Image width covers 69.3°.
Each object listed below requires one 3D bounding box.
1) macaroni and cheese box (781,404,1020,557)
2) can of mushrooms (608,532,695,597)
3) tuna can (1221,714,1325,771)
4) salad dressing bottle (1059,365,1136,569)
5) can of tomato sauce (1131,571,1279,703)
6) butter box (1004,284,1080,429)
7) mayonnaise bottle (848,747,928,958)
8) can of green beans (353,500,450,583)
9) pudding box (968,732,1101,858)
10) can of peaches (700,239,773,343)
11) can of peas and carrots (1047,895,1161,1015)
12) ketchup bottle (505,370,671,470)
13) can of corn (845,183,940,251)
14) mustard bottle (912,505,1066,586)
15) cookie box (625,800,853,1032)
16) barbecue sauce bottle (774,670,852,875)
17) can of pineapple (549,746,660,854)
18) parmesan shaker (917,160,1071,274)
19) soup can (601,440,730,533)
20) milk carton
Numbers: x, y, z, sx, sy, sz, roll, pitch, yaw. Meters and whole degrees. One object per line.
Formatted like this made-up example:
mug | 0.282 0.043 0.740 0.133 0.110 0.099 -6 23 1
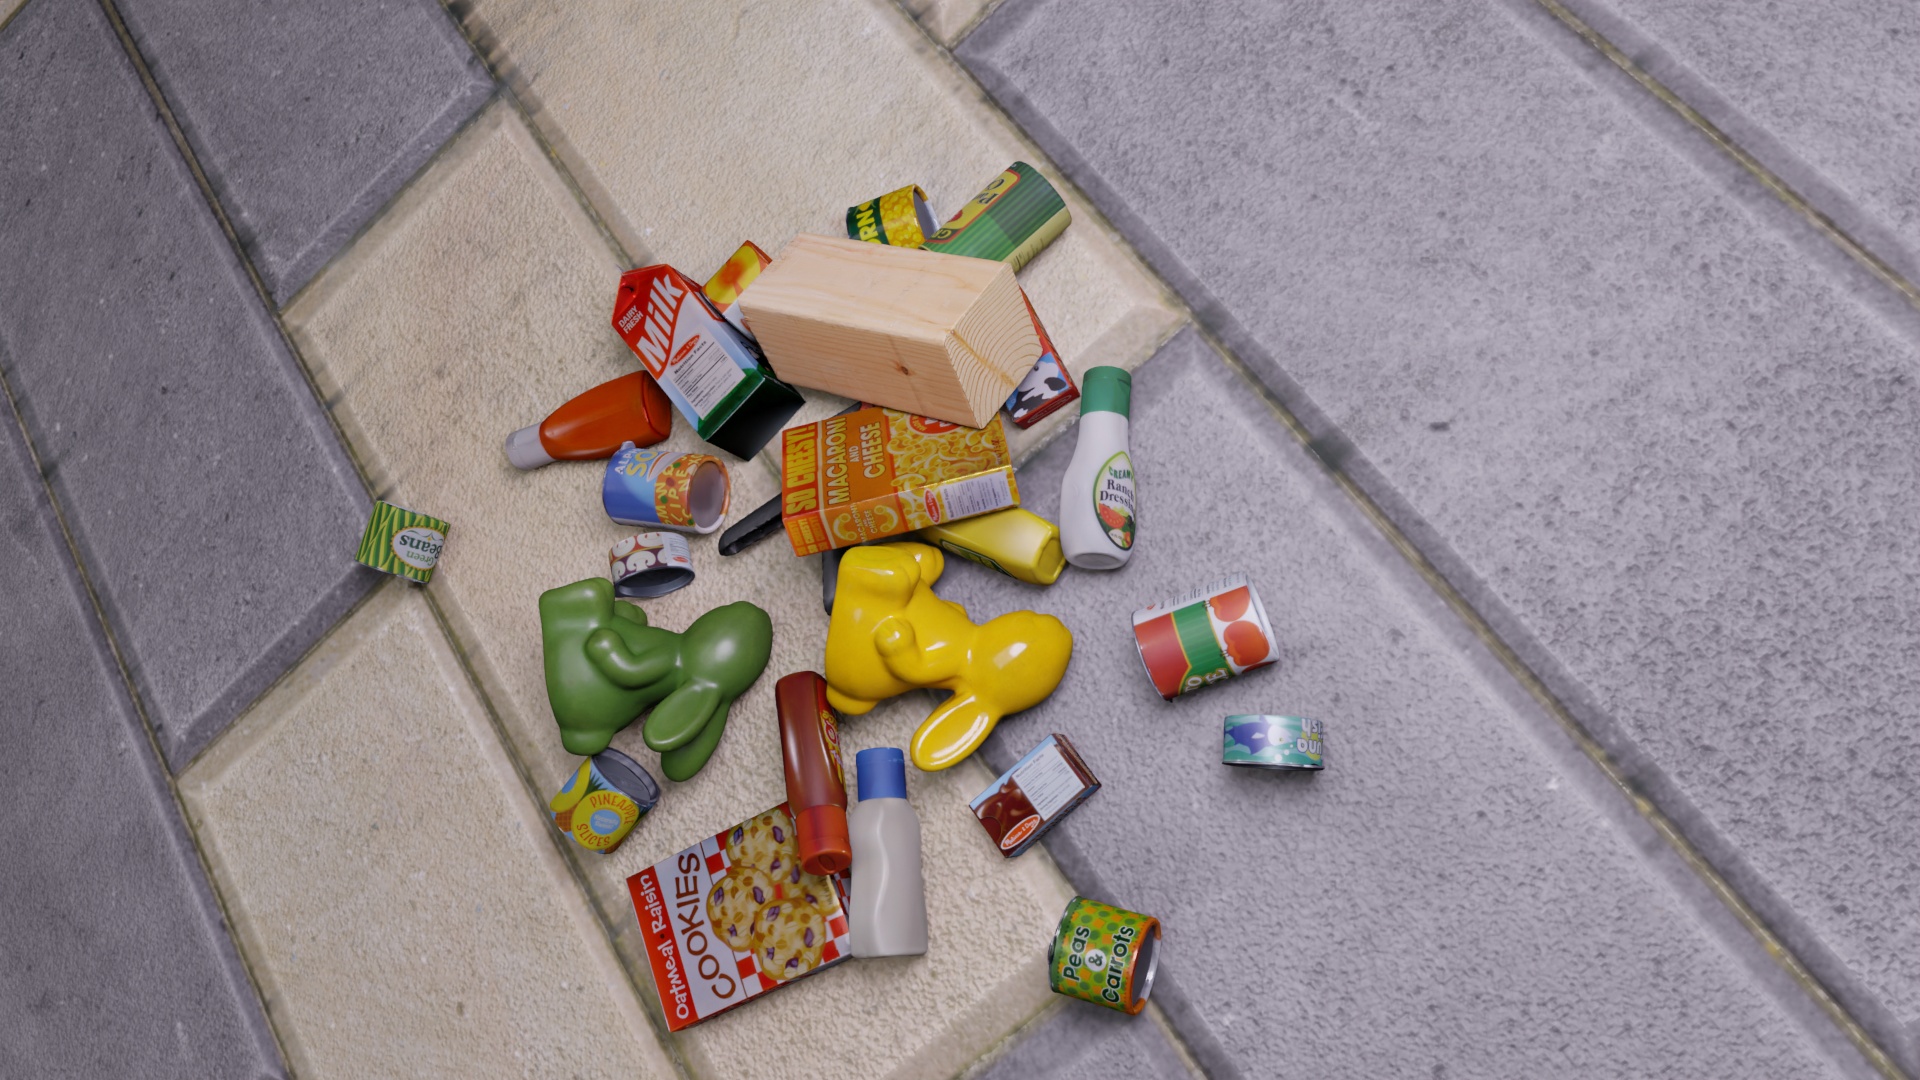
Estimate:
macaroni and cheese box | -0.047 -0.055 1.030 0.166 0.040 0.124 -14 37 3
can of mushrooms | -0.256 0.021 1.139 0.071 0.071 0.033 -21 71 17
tuna can | 0.209 0.135 0.923 0.071 0.071 0.033 -1 78 22
salad dressing bottle | 0.103 -0.054 1.016 0.044 0.064 0.148 -13 64 42
can of tomato sauce | 0.169 0.068 0.956 0.083 0.071 0.071 -22 71 16
butter box | 0.046 -0.143 1.076 0.053 0.024 0.104 -30 69 14
mayonnaise bottle | -0.055 0.228 1.015 0.041 0.065 0.148 -17 68 31
can of green beans | -0.499 0.001 1.243 0.071 0.071 0.058 17 85 25
pudding box | 0.053 0.183 0.997 0.083 0.030 0.050 -42 68 9
can of peaches | -0.174 -0.209 1.159 0.058 0.071 0.071 -45 66 7
can of peas and carrots | 0.097 0.279 0.934 0.059 0.071 0.071 10 82 23
ketchup bottle | -0.325 -0.098 1.207 0.148 0.043 0.065 -16 72 18
can of corn | -0.052 -0.245 1.114 0.058 0.071 0.071 -17 73 17
mustard bottle | 0.004 -0.013 1.046 0.160 0.065 0.049 22 81 31
cookie box | -0.162 0.283 1.057 0.167 0.040 0.123 -27 69 13
barbecue sauce bottle | -0.107 0.172 1.020 0.044 0.064 0.149 -15 50 2
can of pineapple | -0.283 0.208 1.107 0.071 0.071 0.058 42 97 24
parmesan shaker | 0.026 -0.236 1.076 0.103 0.071 0.071 -43 66 -4
soup can | -0.242 -0.044 1.147 0.084 0.071 0.071 6 81 23
milk carton | -0.222 -0.162 1.164 0.073 0.072 0.191 -45 67 8
